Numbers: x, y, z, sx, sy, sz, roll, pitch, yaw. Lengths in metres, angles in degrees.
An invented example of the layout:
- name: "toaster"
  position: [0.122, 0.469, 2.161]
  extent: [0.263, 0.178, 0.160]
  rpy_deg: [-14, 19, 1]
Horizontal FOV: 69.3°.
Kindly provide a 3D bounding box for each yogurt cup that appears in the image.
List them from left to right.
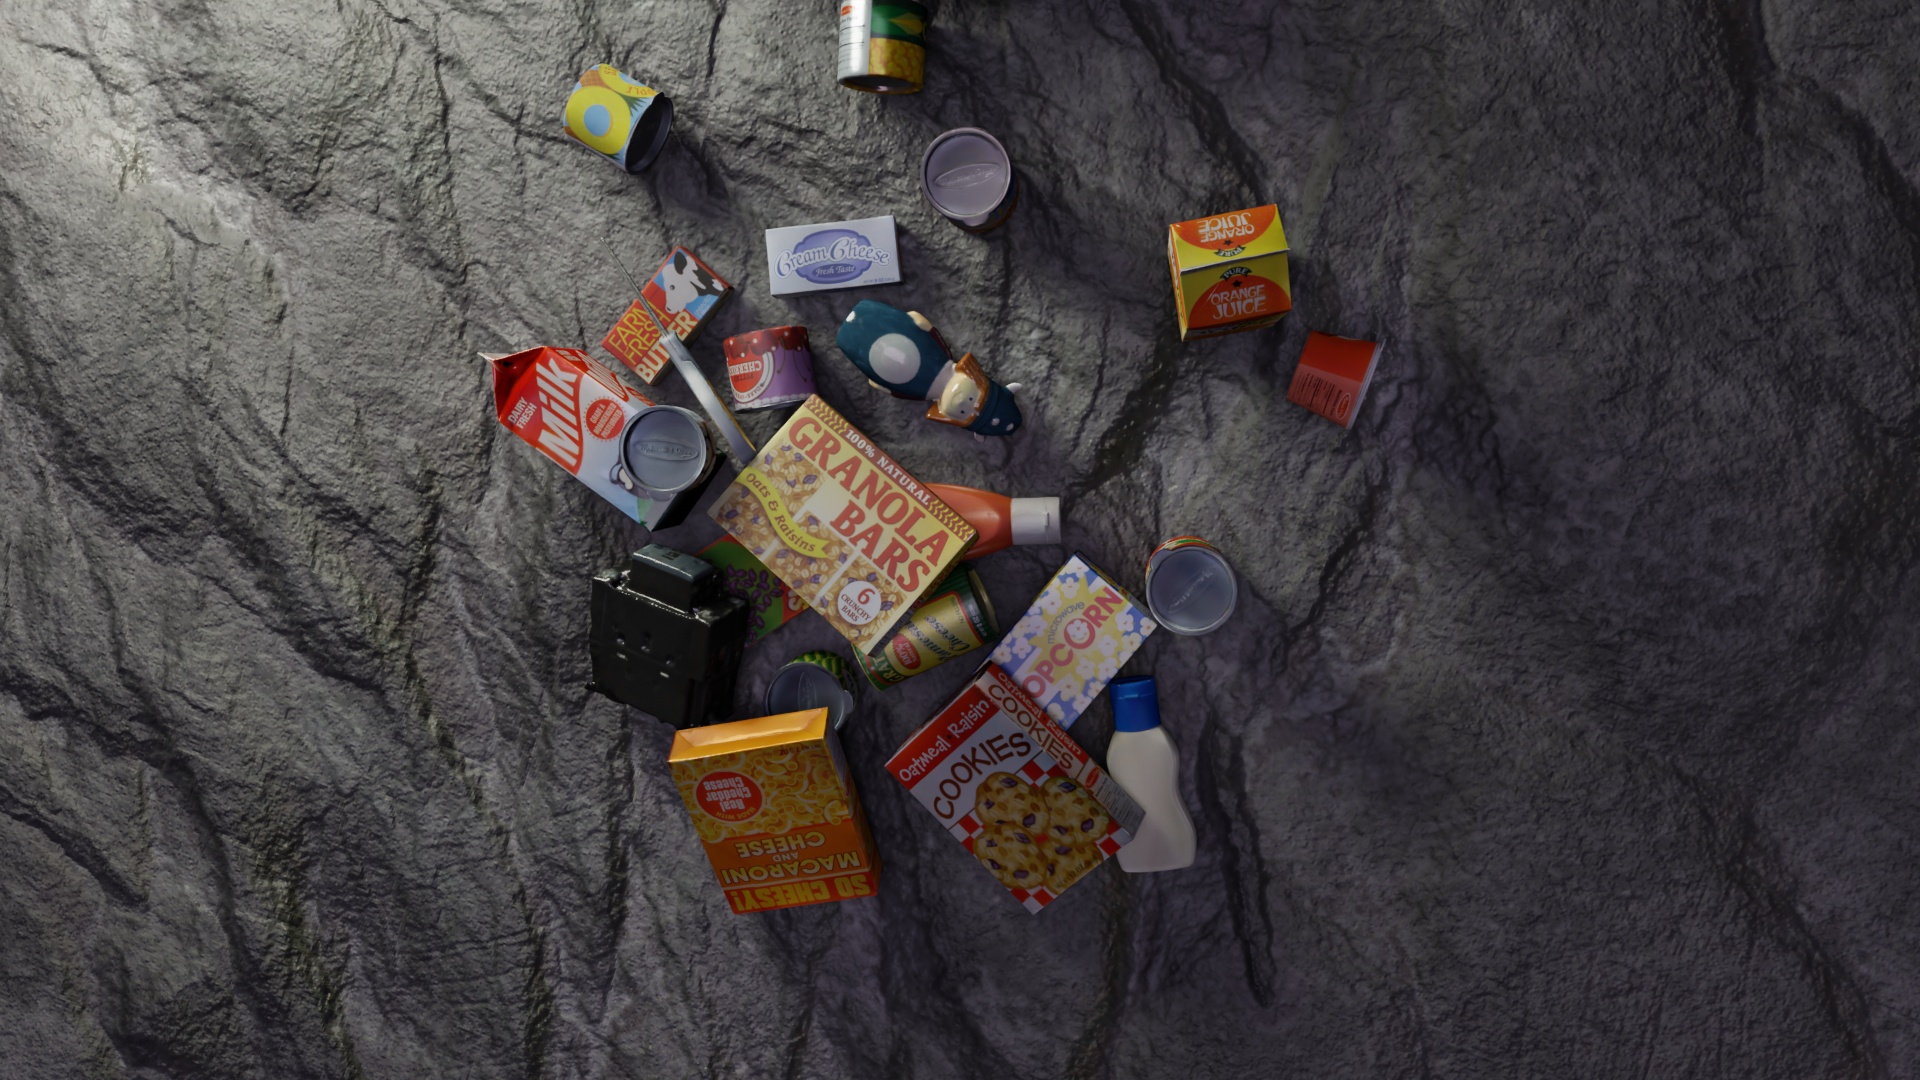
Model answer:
- name: "yogurt cup"
  position: [0.276, -0.122, 1.030]
  extent: [0.054, 0.072, 0.072]
  rpy_deg: [21, 97, 12]

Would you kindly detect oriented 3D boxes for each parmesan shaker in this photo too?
- name: "parmesan shaker"
  position: [-0.029, 0.064, 1.077]
  extent: [0.103, 0.071, 0.071]
  rpy_deg: [-25, 92, 8]

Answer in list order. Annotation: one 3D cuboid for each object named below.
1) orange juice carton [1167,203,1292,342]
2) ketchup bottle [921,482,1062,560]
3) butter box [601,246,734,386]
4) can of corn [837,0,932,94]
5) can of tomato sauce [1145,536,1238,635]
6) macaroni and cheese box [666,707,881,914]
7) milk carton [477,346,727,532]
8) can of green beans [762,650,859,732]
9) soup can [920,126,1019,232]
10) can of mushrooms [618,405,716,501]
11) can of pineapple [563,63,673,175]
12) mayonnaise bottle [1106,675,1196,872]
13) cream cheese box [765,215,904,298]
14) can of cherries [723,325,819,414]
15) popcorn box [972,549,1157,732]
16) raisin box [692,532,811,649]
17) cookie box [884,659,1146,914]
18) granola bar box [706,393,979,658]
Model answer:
- name: "orange juice carton"
  position: [0.186, -0.185, 0.969]
  extent: [0.072, 0.193, 0.073]
  rpy_deg: [-9, 93, 8]
- name: "ketchup bottle"
  position: [0.004, -0.014, 1.079]
  extent: [0.149, 0.043, 0.064]
  rpy_deg: [-1, 88, 6]
- name: "butter box"
  position: [-0.233, -0.177, 1.103]
  extent: [0.053, 0.024, 0.103]
  rpy_deg: [41, 98, 1]
- name: "can of corn"
  position: [-0.057, -0.372, 1.047]
  extent: [0.071, 0.071, 0.058]
  rpy_deg: [4, 96, 6]
- name: "can of tomato sauce"
  position: [0.170, 0.031, 1.044]
  extent: [0.071, 0.083, 0.071]
  rpy_deg: [1, 95, 7]
- name: "macaroni and cheese box"
  position: [-0.141, 0.213, 1.081]
  extent: [0.124, 0.040, 0.165]
  rpy_deg: [-10, 122, 8]
- name: "milk carton"
  position: [-0.288, -0.092, 1.092]
  extent: [0.190, 0.072, 0.073]
  rpy_deg: [36, 98, 3]
- name: "can of green beans"
  position: [-0.117, 0.123, 1.097]
  extent: [0.071, 0.058, 0.071]
  rpy_deg: [1, 95, 7]
- name: "soup can"
  position: [0.009, -0.265, 1.038]
  extent: [0.071, 0.084, 0.071]
  rpy_deg: [1, 95, 7]
- name: "can of mushrooms"
  position: [-0.217, -0.065, 1.033]
  extent: [0.071, 0.033, 0.071]
  rpy_deg: [0, 94, 5]
- name: "can of pineapple"
  position: [-0.263, -0.327, 1.072]
  extent: [0.058, 0.071, 0.071]
  rpy_deg: [30, 98, 4]
- name: "mayonnaise bottle"
  position: [0.144, 0.181, 1.081]
  extent: [0.065, 0.041, 0.148]
  rpy_deg: [-8, 93, 11]
- name: "cream cheese box"
  position: [-0.098, -0.221, 1.084]
  extent: [0.104, 0.024, 0.053]
  rpy_deg: [-5, 93, 7]
- name: "can of cherries"
  position: [-0.148, -0.131, 1.073]
  extent: [0.071, 0.071, 0.058]
  rpy_deg: [-9, 94, 7]
- name: "popcorn box"
  position: [0.081, 0.083, 1.081]
  extent: [0.085, 0.038, 0.126]
  rpy_deg: [40, 98, 3]
- name: "raisin box"
  position: [-0.141, 0.017, 1.101]
  extent: [0.123, 0.040, 0.086]
  rpy_deg: [-32, 90, 7]
- name: "cookie box"
  position: [0.040, 0.191, 1.073]
  extent: [0.167, 0.040, 0.122]
  rpy_deg: [45, 122, 1]
- name: "granola bar box"
  position: [-0.087, -0.011, 1.045]
  extent: [0.166, 0.039, 0.124]
  rpy_deg: [41, 86, 11]
